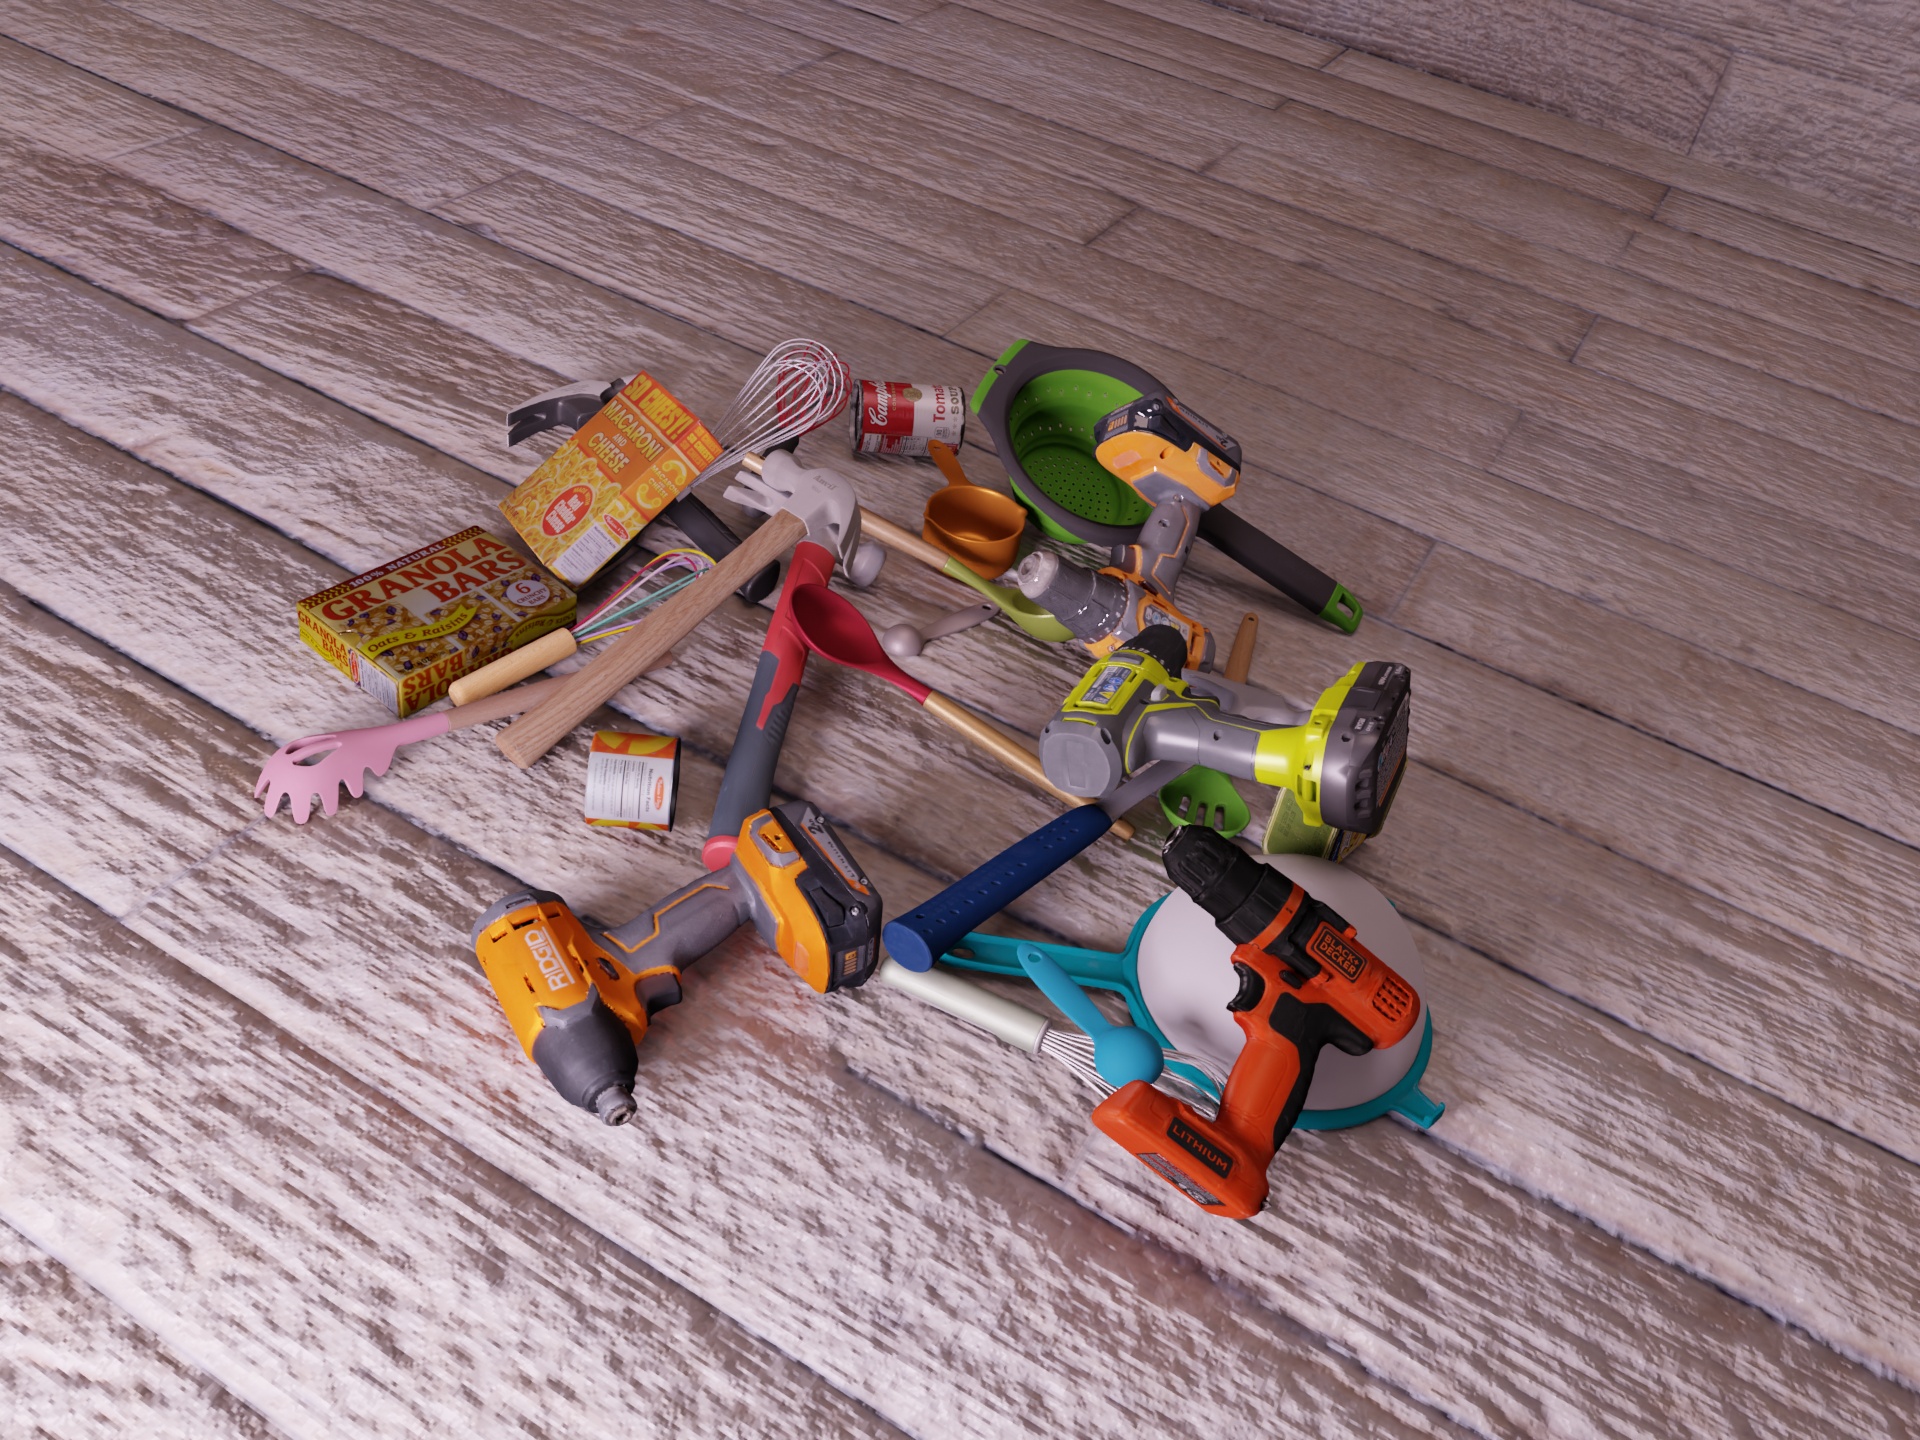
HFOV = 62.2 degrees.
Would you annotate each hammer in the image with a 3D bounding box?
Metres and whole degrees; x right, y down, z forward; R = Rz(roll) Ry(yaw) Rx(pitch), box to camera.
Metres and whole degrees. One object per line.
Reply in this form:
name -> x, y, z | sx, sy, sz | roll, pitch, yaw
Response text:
hammer -> -0.204, -0.079, 1.180 | 0.130, 0.031, 0.331 | 32, 64, 34
hammer -> 0.098, 0.061, 1.113 | 0.144, 0.035, 0.405 | 25, 39, 36
hammer -> -0.150, -0.043, 1.201 | 0.143, 0.038, 0.387 | 29, 40, -17
hammer -> -0.267, -0.204, 1.393 | 0.146, 0.035, 0.335 | -22, 50, -34

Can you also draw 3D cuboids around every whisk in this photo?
whisk -> -0.155, -0.268, 1.462 | 0.073, 0.073, 0.296 | 12, 39, 1
whisk -> -0.213, -0.217, 1.324 | 0.284, 0.070, 0.070 | -42, 58, -9
whisk -> 0.058, 0.201, 0.992 | 0.246, 0.059, 0.057 | 21, 4, 18
whisk -> -0.287, -0.074, 1.231 | 0.245, 0.047, 0.051 | -33, 18, -34

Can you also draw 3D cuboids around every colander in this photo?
colander -> 0.179, -0.182, 1.439 | 0.397, 0.094, 0.205 | 34, 58, -1

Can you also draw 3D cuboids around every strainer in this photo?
strainer -> 0.155, 0.145, 1.036 | 0.340, 0.095, 0.211 | 8, 40, -5

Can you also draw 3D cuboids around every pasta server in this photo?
pasta server -> -0.347, -0.001, 1.148 | 0.316, 0.040, 0.060 | -20, 49, -37

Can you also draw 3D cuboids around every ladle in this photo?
ladle -> -0.030, -0.153, 1.314 | 0.320, 0.062, 0.078 | 27, 28, -5
ladle -> -0.002, -0.004, 1.192 | 0.315, 0.031, 0.069 | 34, 37, 10

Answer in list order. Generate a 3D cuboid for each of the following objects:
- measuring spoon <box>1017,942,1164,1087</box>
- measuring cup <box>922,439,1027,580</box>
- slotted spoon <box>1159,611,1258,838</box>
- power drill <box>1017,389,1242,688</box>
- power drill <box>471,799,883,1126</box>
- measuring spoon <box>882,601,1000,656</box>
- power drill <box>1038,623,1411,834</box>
measuring spoon -> 0.076, 0.173, 0.973 | 0.042, 0.021, 0.129 | -25, 48, -26
measuring cup -> -0.003, -0.188, 1.422 | 0.095, 0.052, 0.174 | -5, 41, -18
slotted spoon -> 0.213, 0.000, 1.273 | 0.070, 0.031, 0.314 | 17, 39, 7
power drill -> 0.137, -0.153, 1.288 | 0.185, 0.084, 0.226 | 26, 65, -30
power drill -> -0.163, 0.149, 0.974 | 0.226, 0.084, 0.164 | -20, 49, -25
measuring spoon -> -0.012, -0.083, 1.322 | 0.124, 0.018, 0.034 | -24, 51, -35
power drill -> 0.190, -0.004, 1.107 | 0.228, 0.080, 0.191 | 9, 33, 25
